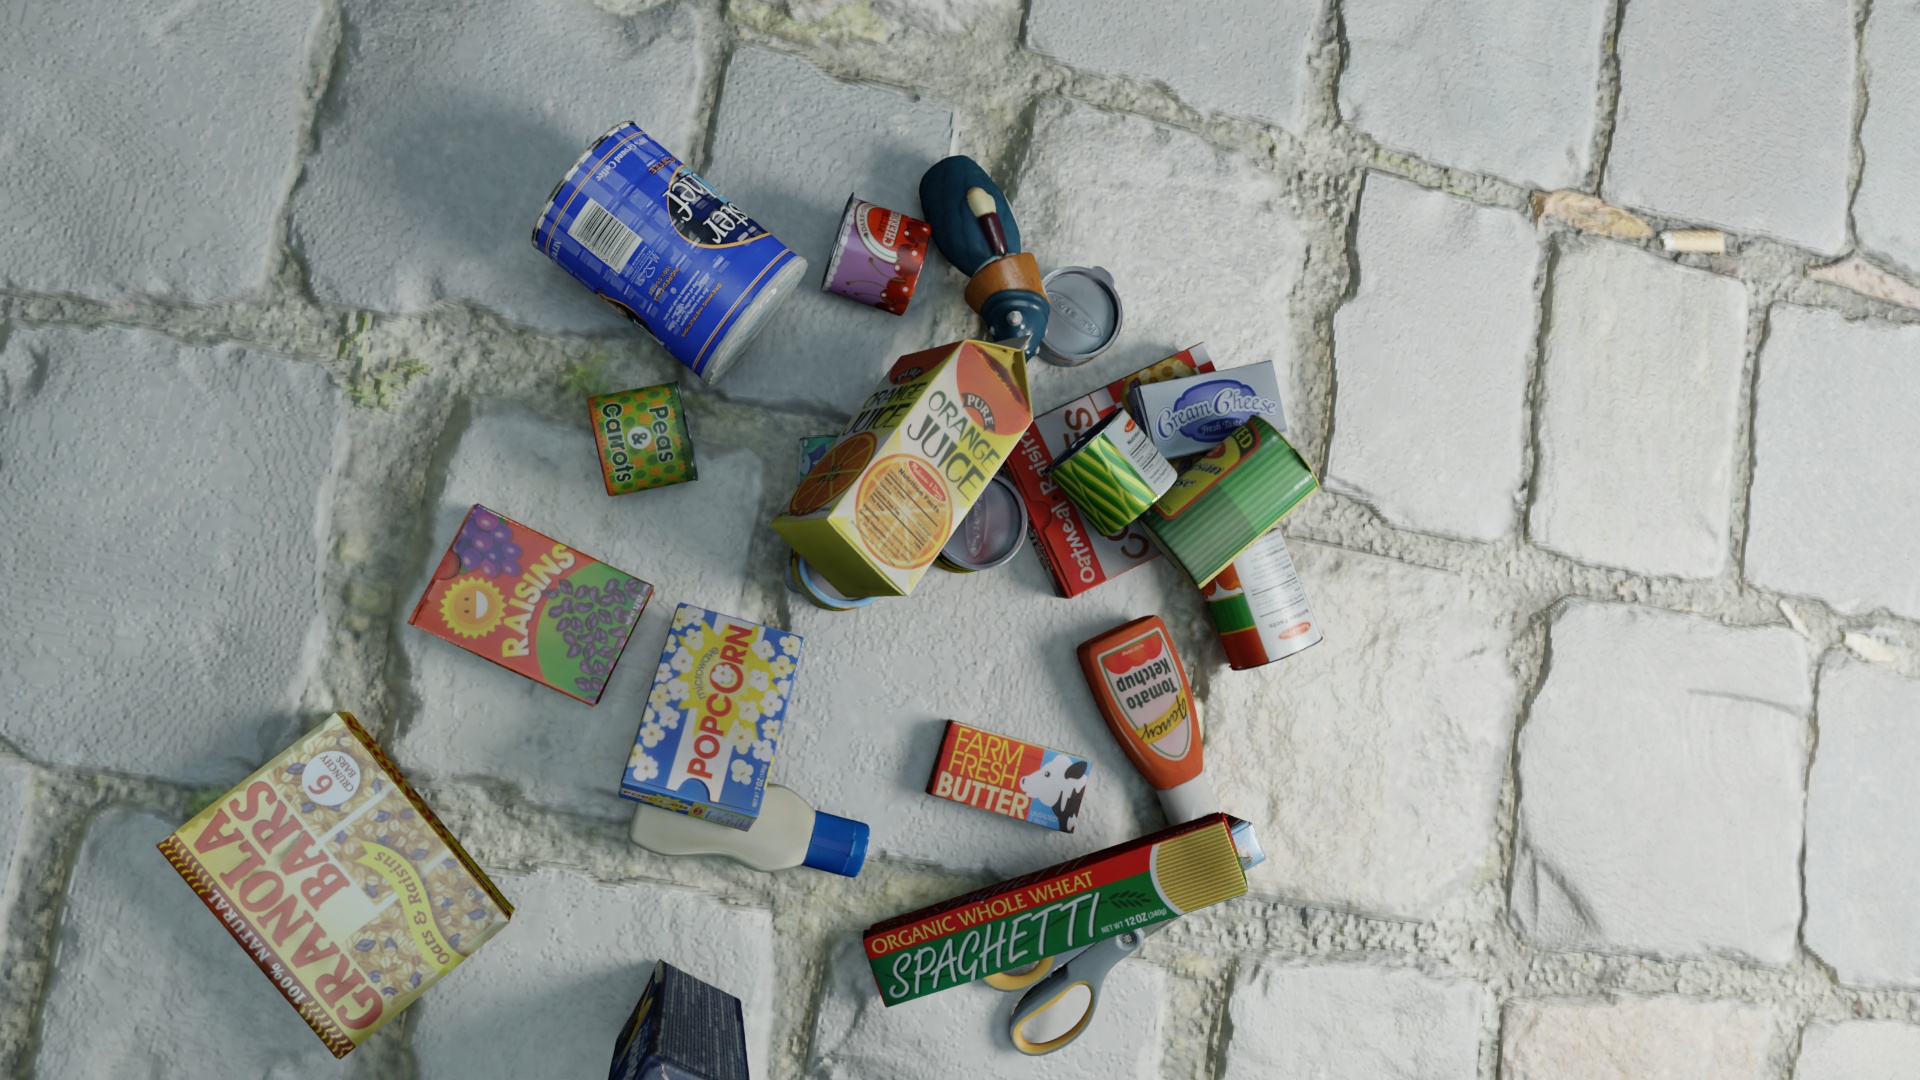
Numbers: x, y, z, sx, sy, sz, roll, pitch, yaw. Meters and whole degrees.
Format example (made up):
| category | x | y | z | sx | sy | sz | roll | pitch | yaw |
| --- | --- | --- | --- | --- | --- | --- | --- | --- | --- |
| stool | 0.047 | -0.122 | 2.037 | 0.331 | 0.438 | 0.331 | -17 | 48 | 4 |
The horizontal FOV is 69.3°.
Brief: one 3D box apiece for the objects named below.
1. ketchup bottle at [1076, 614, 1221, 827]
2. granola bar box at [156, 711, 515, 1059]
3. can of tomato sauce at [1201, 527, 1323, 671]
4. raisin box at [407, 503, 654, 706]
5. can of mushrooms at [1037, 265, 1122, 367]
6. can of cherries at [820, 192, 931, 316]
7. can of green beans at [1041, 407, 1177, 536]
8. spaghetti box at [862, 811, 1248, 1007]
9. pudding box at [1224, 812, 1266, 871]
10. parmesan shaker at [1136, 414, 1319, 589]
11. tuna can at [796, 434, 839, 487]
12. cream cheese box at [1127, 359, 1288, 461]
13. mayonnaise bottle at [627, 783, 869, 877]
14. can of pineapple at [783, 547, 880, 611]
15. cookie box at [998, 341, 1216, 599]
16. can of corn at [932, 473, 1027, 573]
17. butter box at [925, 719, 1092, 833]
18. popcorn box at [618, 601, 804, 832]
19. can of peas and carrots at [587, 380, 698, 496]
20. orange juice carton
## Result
| category | x | y | z | sx | sy | sz | roll | pitch | yaw |
| --- | --- | --- | --- | --- | --- | --- | --- | --- | --- |
| ketchup bottle | 0.135 | 0.129 | 0.954 | 0.065 | 0.043 | 0.148 | -23 | 90 | -13 |
| granola bar box | -0.373 | 0.205 | 0.840 | 0.124 | 0.039 | 0.165 | -39 | 94 | -13 |
| can of tomato sauce | 0.204 | 0.041 | 0.967 | 0.071 | 0.071 | 0.083 | -21 | 89 | -13 |
| raisin box | -0.269 | 0.042 | 0.878 | 0.123 | 0.040 | 0.086 | 26 | 81 | -8 |
| can of mushrooms | 0.079 | -0.158 | 0.974 | 0.071 | 0.033 | 0.071 | 1 | 84 | -11 |
| can of cherries | -0.056 | -0.192 | 0.930 | 0.058 | 0.071 | 0.071 | 17 | 82 | -10 |
| can of green beans | 0.099 | -0.044 | 0.908 | 0.071 | 0.071 | 0.058 | -42 | 95 | -12 |
| spaghetti box | 0.059 | 0.238 | 0.894 | 0.250 | 0.029 | 0.050 | -20 | 89 | 7 |
| pudding box | 0.160 | 0.219 | 0.947 | 0.084 | 0.049 | 0.030 | -25 | 92 | -13 |
| parmesan shaker | 0.175 | -0.025 | 0.911 | 0.103 | 0.071 | 0.071 | -40 | 94 | 1 |
| tuna can | -0.072 | -0.048 | 0.914 | 0.071 | 0.071 | 0.033 | 4 | 86 | -12 |
| cream cheese box | 0.170 | -0.087 | 0.950 | 0.104 | 0.024 | 0.053 | -12 | 87 | -14 |
| mayonnaise bottle | -0.134 | 0.182 | 0.893 | 0.148 | 0.041 | 0.065 | 17 | 75 | -11 |
| can of pineapple | -0.078 | 0.014 | 0.911 | 0.071 | 0.058 | 0.071 | 1 | 85 | -12 |
| cookie box | 0.119 | -0.049 | 0.968 | 0.168 | 0.040 | 0.123 | -25 | 90 | -13 |
| can of corn | 0.003 | -0.012 | 0.931 | 0.071 | 0.058 | 0.071 | 1 | 85 | -12 |
| butter box | 0.032 | 0.159 | 0.938 | 0.103 | 0.024 | 0.053 | 17 | 81 | -10 |
| popcorn box | -0.155 | 0.110 | 0.874 | 0.085 | 0.038 | 0.127 | 18 | 58 | -11 |
| can of peas and carrots | -0.203 | -0.065 | 0.886 | 0.059 | 0.071 | 0.071 | -12 | 88 | -12 |
| orange juice carton | -0.024 | -0.059 | 0.864 | 0.073 | 0.071 | 0.193 | 47 | 62 | -24 |
